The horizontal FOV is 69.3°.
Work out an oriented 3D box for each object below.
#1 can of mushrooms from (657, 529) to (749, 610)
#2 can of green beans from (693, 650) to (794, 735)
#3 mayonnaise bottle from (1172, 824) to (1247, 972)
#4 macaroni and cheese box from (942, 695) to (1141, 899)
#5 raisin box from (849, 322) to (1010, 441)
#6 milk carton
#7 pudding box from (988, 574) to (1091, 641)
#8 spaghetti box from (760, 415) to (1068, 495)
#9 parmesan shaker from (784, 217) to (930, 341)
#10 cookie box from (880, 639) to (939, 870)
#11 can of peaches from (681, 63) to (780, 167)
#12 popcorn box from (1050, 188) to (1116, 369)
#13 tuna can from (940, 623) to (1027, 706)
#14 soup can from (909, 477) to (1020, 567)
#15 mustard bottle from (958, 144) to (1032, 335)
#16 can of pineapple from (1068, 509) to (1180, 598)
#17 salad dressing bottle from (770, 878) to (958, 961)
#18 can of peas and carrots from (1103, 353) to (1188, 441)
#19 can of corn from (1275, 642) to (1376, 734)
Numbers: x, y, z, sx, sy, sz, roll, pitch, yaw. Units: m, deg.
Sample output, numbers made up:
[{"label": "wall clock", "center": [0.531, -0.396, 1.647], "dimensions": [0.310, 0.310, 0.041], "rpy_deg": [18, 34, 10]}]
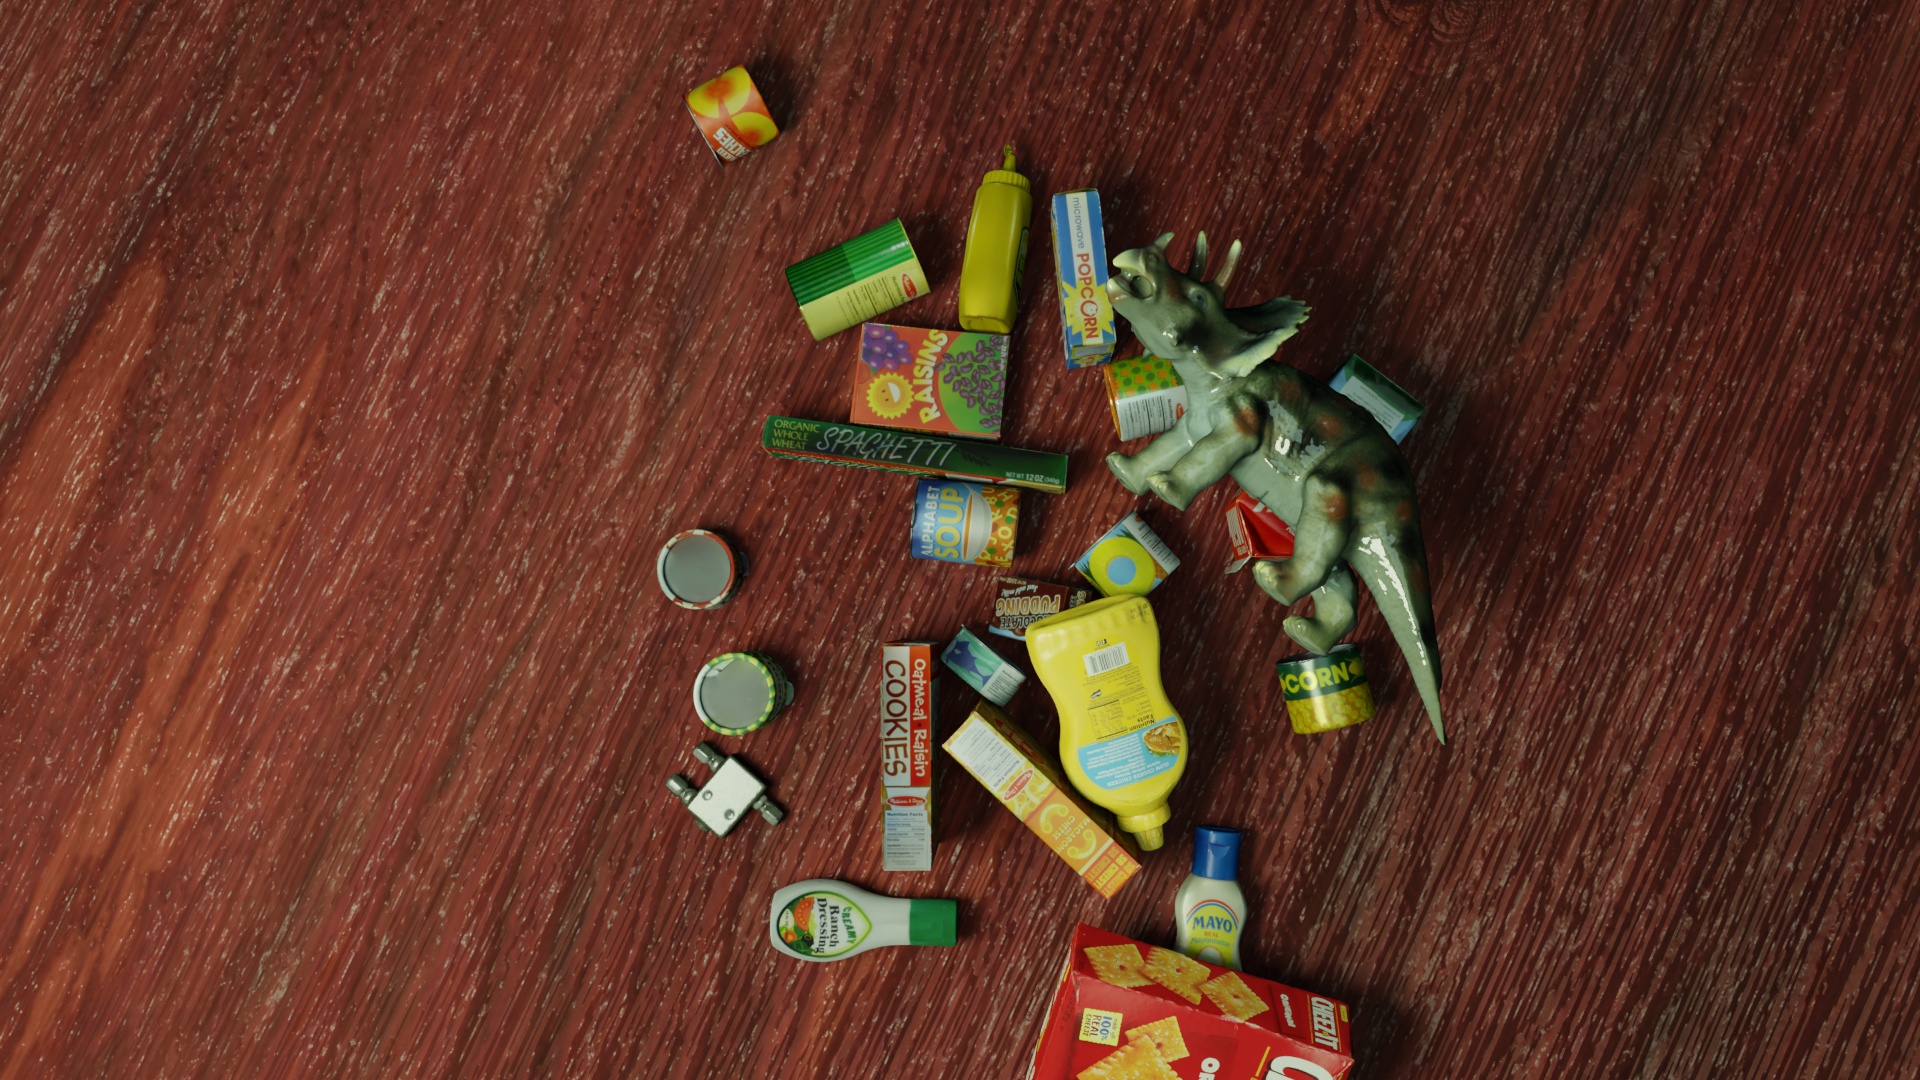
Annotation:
[{"label": "can of mushrooms", "center": [-0.212, 0.024, 1.143], "dimensions": [0.071, 0.033, 0.071], "rpy_deg": [0, 85, 3]}, {"label": "can of green beans", "center": [-0.177, 0.122, 1.122], "dimensions": [0.071, 0.058, 0.071], "rpy_deg": [0, 86, 3]}, {"label": "mayonnaise bottle", "center": [0.197, 0.303, 1.100], "dimensions": [0.065, 0.041, 0.148], "rpy_deg": [6, 87, 5]}, {"label": "macaroni and cheese box", "center": [0.064, 0.195, 1.073], "dimensions": [0.166, 0.124, 0.040], "rpy_deg": [43, 93, 4]}, {"label": "raisin box", "center": [-0.023, -0.129, 1.143], "dimensions": [0.123, 0.040, 0.086], "rpy_deg": [6, 87, 4]}, {"label": "milk carton", "center": [0.276, -0.048, 1.108], "dimensions": [0.073, 0.072, 0.190], "rpy_deg": [39, 88, 5]}, {"label": "pudding box", "center": [0.063, 0.057, 1.106], "dimensions": [0.030, 0.083, 0.049], "rpy_deg": [14, 87, -39]}, {"label": "spaghetti box", "center": [-0.037, -0.069, 1.134], "dimensions": [0.250, 0.050, 0.028], "rpy_deg": [8, 85, 3]}, {"label": "parmesan shaker", "center": [-0.085, -0.215, 1.136], "dimensions": [0.103, 0.071, 0.071], "rpy_deg": [-23, 85, 1]}, {"label": "cookie box", "center": [-0.039, 0.161, 1.080], "dimensions": [0.040, 0.123, 0.167], "rpy_deg": [0, 86, 2]}, {"label": "can of peaches", "center": [-0.189, -0.351, 1.153], "dimensions": [0.058, 0.071, 0.071], "rpy_deg": [-29, 85, 0]}, {"label": "popcorn box", "center": [0.098, -0.209, 1.120], "dimensions": [0.038, 0.085, 0.126], "rpy_deg": [-6, 86, 2]}, {"label": "tuna can", "center": [0.017, 0.099, 1.112], "dimensions": [0.071, 0.071, 0.033], "rpy_deg": [38, 90, 4]}, {"label": "soup can", "center": [0.004, -0.014, 1.117], "dimensions": [0.084, 0.071, 0.071], "rpy_deg": [6, 86, 3]}, {"label": "mustard bottle", "center": [0.032, -0.250, 1.138], "dimensions": [0.049, 0.065, 0.160], "rpy_deg": [8, 83, 7]}, {"label": "can of pineapple", "center": [0.132, 0.019, 1.112], "dimensions": [0.071, 0.071, 0.058], "rpy_deg": [-42, 86, -1]}, {"label": "salad dressing bottle", "center": [-0.076, 0.304, 1.111], "dimensions": [0.148, 0.044, 0.064], "rpy_deg": [0, 87, 2]}, {"label": "can of peas and carrots", "center": [0.150, -0.119, 1.123], "dimensions": [0.059, 0.071, 0.071], "rpy_deg": [-13, 86, 2]}, {"label": "can of corn", "center": [0.288, 0.117, 1.095], "dimensions": [0.071, 0.071, 0.058], "rpy_deg": [-15, 86, 2]}]
